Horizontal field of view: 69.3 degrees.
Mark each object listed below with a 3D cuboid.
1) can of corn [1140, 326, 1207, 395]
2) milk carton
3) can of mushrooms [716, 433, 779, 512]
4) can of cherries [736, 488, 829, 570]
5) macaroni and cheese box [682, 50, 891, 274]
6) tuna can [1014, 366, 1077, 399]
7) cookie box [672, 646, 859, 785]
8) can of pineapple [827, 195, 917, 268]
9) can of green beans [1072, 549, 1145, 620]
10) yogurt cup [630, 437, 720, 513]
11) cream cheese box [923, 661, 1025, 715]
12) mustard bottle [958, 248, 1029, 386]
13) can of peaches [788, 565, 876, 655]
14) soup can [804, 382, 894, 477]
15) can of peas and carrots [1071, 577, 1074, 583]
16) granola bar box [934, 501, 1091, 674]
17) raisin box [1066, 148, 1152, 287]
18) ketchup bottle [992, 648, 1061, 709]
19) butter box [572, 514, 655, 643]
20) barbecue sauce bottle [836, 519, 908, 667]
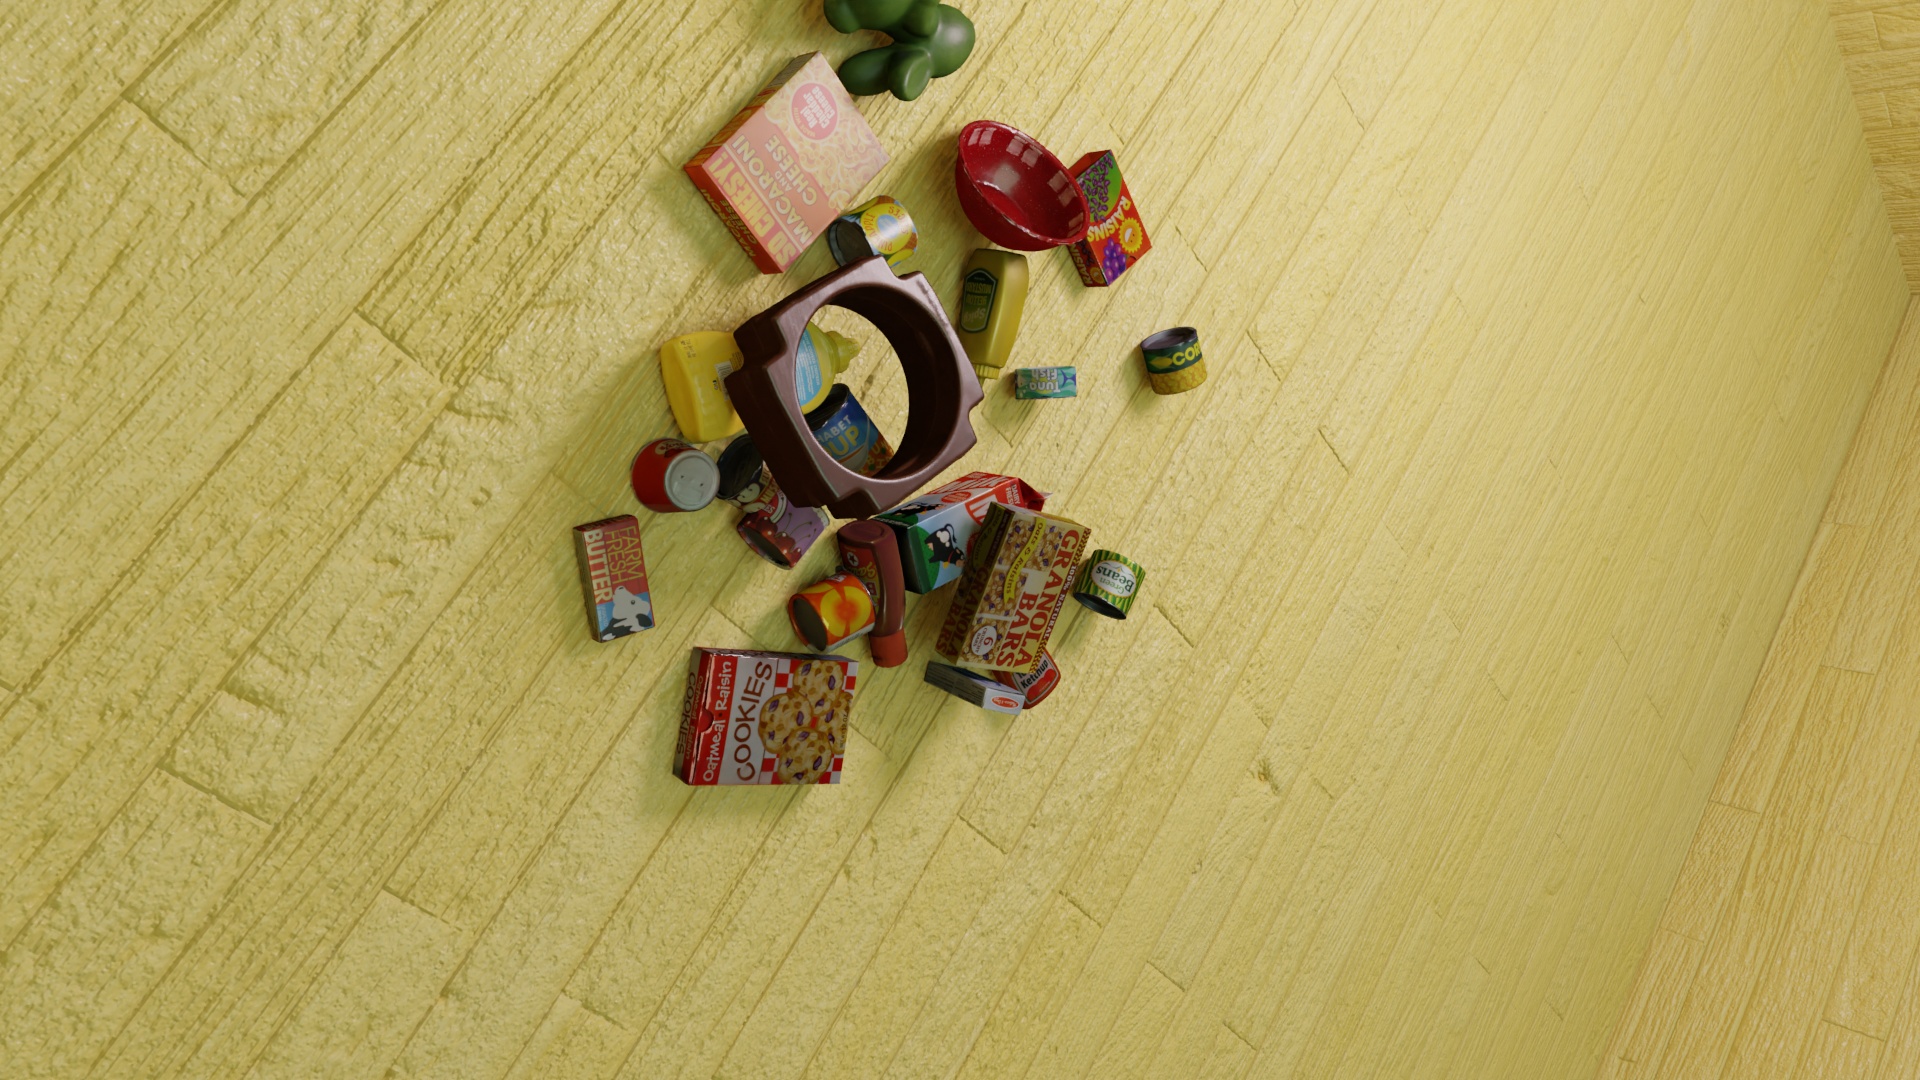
[{"bbox_3d":[0.248,-0.206,1.596,0.071,0.071,0.058,-34,117,-31],"label":"can of corn"},{"bbox_3d":[0.005,-0.018,1.422,0.191,0.072,0.073,-26,113,-34],"label":"milk carton"},{"bbox_3d":[-0.190,-0.061,1.257,0.033,0.071,0.071,32,76,-40],"label":"can of mushrooms"},{"bbox_3d":[-0.166,-0.016,1.286,0.058,0.071,0.071,-52,125,-20],"label":"can of cherries"},{"bbox_3d":[-0.155,-0.343,1.266,0.167,0.040,0.123,-52,124,-22],"label":"macaroni and cheese box"},{"bbox_3d":[0.090,-0.167,1.473,0.071,0.071,0.032,-9,101,-38],"label":"tuna can"},{"bbox_3d":[-0.182,0.168,1.316,0.168,0.040,0.123,8,91,-40],"label":"cookie box"},{"bbox_3d":[-0.082,-0.286,1.314,0.058,0.071,0.070,-38,119,-30],"label":"can of pineapple"},{"bbox_3d":[0.169,0.050,1.570,0.071,0.071,0.058,37,73,-37],"label":"can of green beans"},{"bbox_3d":[-0.248,-0.055,1.221,0.072,0.054,0.072,-7,101,-38],"label":"yogurt cup"},{"bbox_3d":[0.013,0.152,1.433,0.053,0.104,0.024,17,90,-39],"label":"cream cheese box"},{"bbox_3d":[0.028,-0.216,1.420,0.049,0.065,0.160,4,98,-44],"label":"mustard bottle"},{"bbox_3d":[-0.125,0.068,1.333,0.058,0.071,0.071,-28,113,-33],"label":"can of peaches"},{"bbox_3d":[-0.111,-0.095,1.317,0.071,0.071,0.083,-50,124,-22],"label":"soup can"},{"bbox_3d":[0.083,0.025,1.497,0.071,0.071,0.058,-42,120,-27],"label":"can of peas and carrots"},{"bbox_3d":[0.054,0.049,1.411,0.124,0.039,0.165,12,103,-46],"label":"granola bar box"},{"bbox_3d":[0.151,-0.351,1.517,0.086,0.040,0.123,-45,122,-27],"label":"raisin box"},{"bbox_3d":[0.052,0.111,1.498,0.065,0.043,0.148,-43,120,-20],"label":"ketchup bottle"},{"bbox_3d":[-0.301,0.033,1.209,0.053,0.024,0.103,-16,106,-36],"label":"butter box"},{"bbox_3d":[-0.081,0.054,1.371,0.044,0.065,0.147,-31,123,-36],"label":"barbecue sauce bottle"}]
